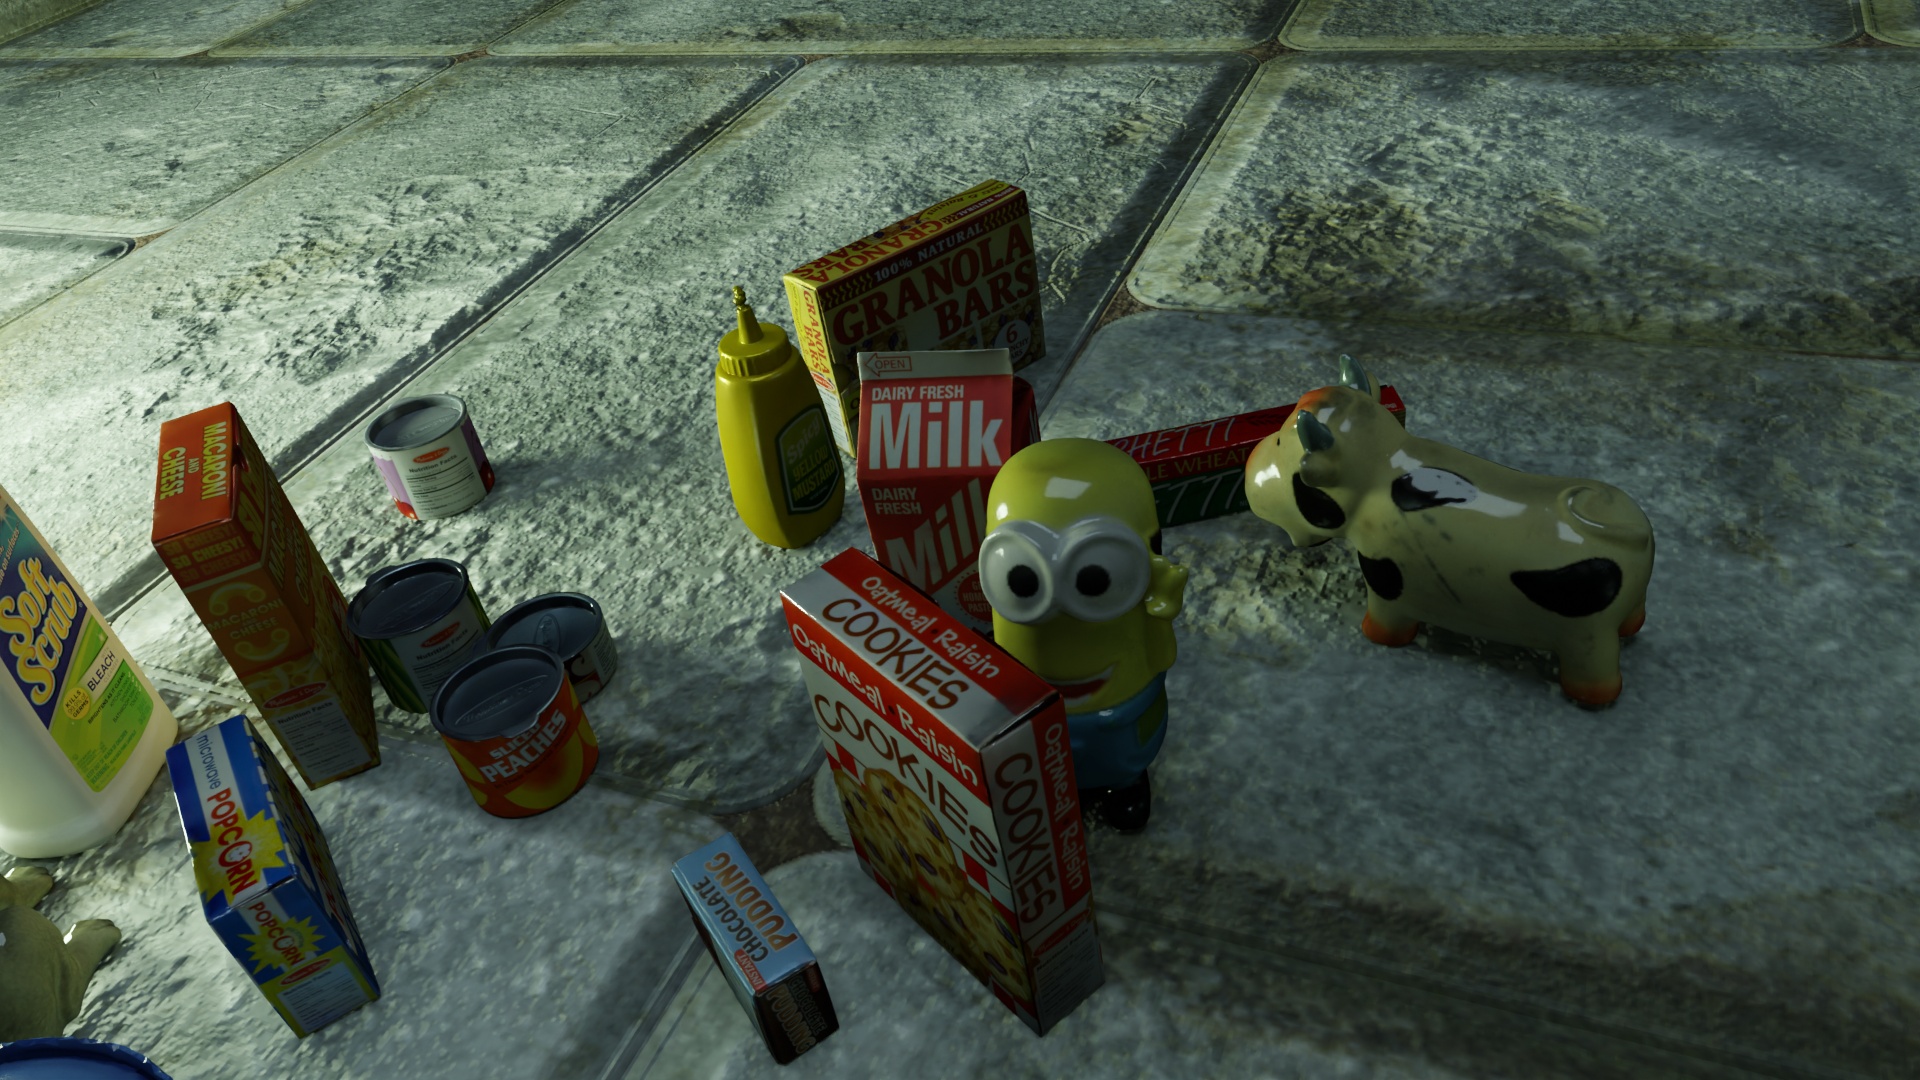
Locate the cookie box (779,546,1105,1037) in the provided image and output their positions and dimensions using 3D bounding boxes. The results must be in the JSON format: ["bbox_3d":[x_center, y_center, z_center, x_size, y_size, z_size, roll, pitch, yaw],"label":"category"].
[{"bbox_3d":[-0.005,0.098,0.544,0.040,0.166,0.123,-32,42,-26],"label":"cookie box"}]

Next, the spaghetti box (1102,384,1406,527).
[{"bbox_3d":[0.126,-0.037,0.783,0.250,0.050,0.029,-12,37,-1],"label":"spaghetti box"}]

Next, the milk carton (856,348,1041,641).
[{"bbox_3d":[0.002,-0.008,0.660,0.072,0.189,0.074,-1,38,13],"label":"milk carton"}]

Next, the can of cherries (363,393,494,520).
[{"bbox_3d":[-0.349,-0.056,0.915,0.071,0.058,0.072,-7,37,5],"label":"can of cherries"}]

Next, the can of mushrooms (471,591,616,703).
[{"bbox_3d":[-0.225,0.061,0.754,0.071,0.033,0.071,-7,37,5],"label":"can of mushrooms"}]

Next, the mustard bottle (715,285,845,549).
[{"bbox_3d":[-0.108,-0.071,0.793,0.049,0.159,0.065,18,46,32],"label":"mustard bottle"}]

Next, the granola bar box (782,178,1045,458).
[{"bbox_3d":[-0.023,-0.144,0.897,0.166,0.123,0.039,-31,42,-25],"label":"granola bar box"}]

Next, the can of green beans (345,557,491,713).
[{"bbox_3d":[-0.292,0.052,0.762,0.071,0.057,0.071,-7,37,5],"label":"can of green beans"}]

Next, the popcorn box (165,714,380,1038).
[{"bbox_3d":[-0.308,0.147,0.621,0.038,0.084,0.127,-28,40,-21],"label":"popcorn box"}]

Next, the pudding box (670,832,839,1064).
[{"bbox_3d":[-0.085,0.166,0.571,0.030,0.049,0.084,-27,40,-21],"label":"pudding box"}]

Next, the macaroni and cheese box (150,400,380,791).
[{"bbox_3d":[-0.356,0.028,0.720,0.040,0.165,0.124,-21,38,-14],"label":"macaroni and cheese box"}]

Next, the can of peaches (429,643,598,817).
[{"bbox_3d":[-0.219,0.095,0.688,0.071,0.057,0.071,-7,37,5],"label":"can of peaches"}]
